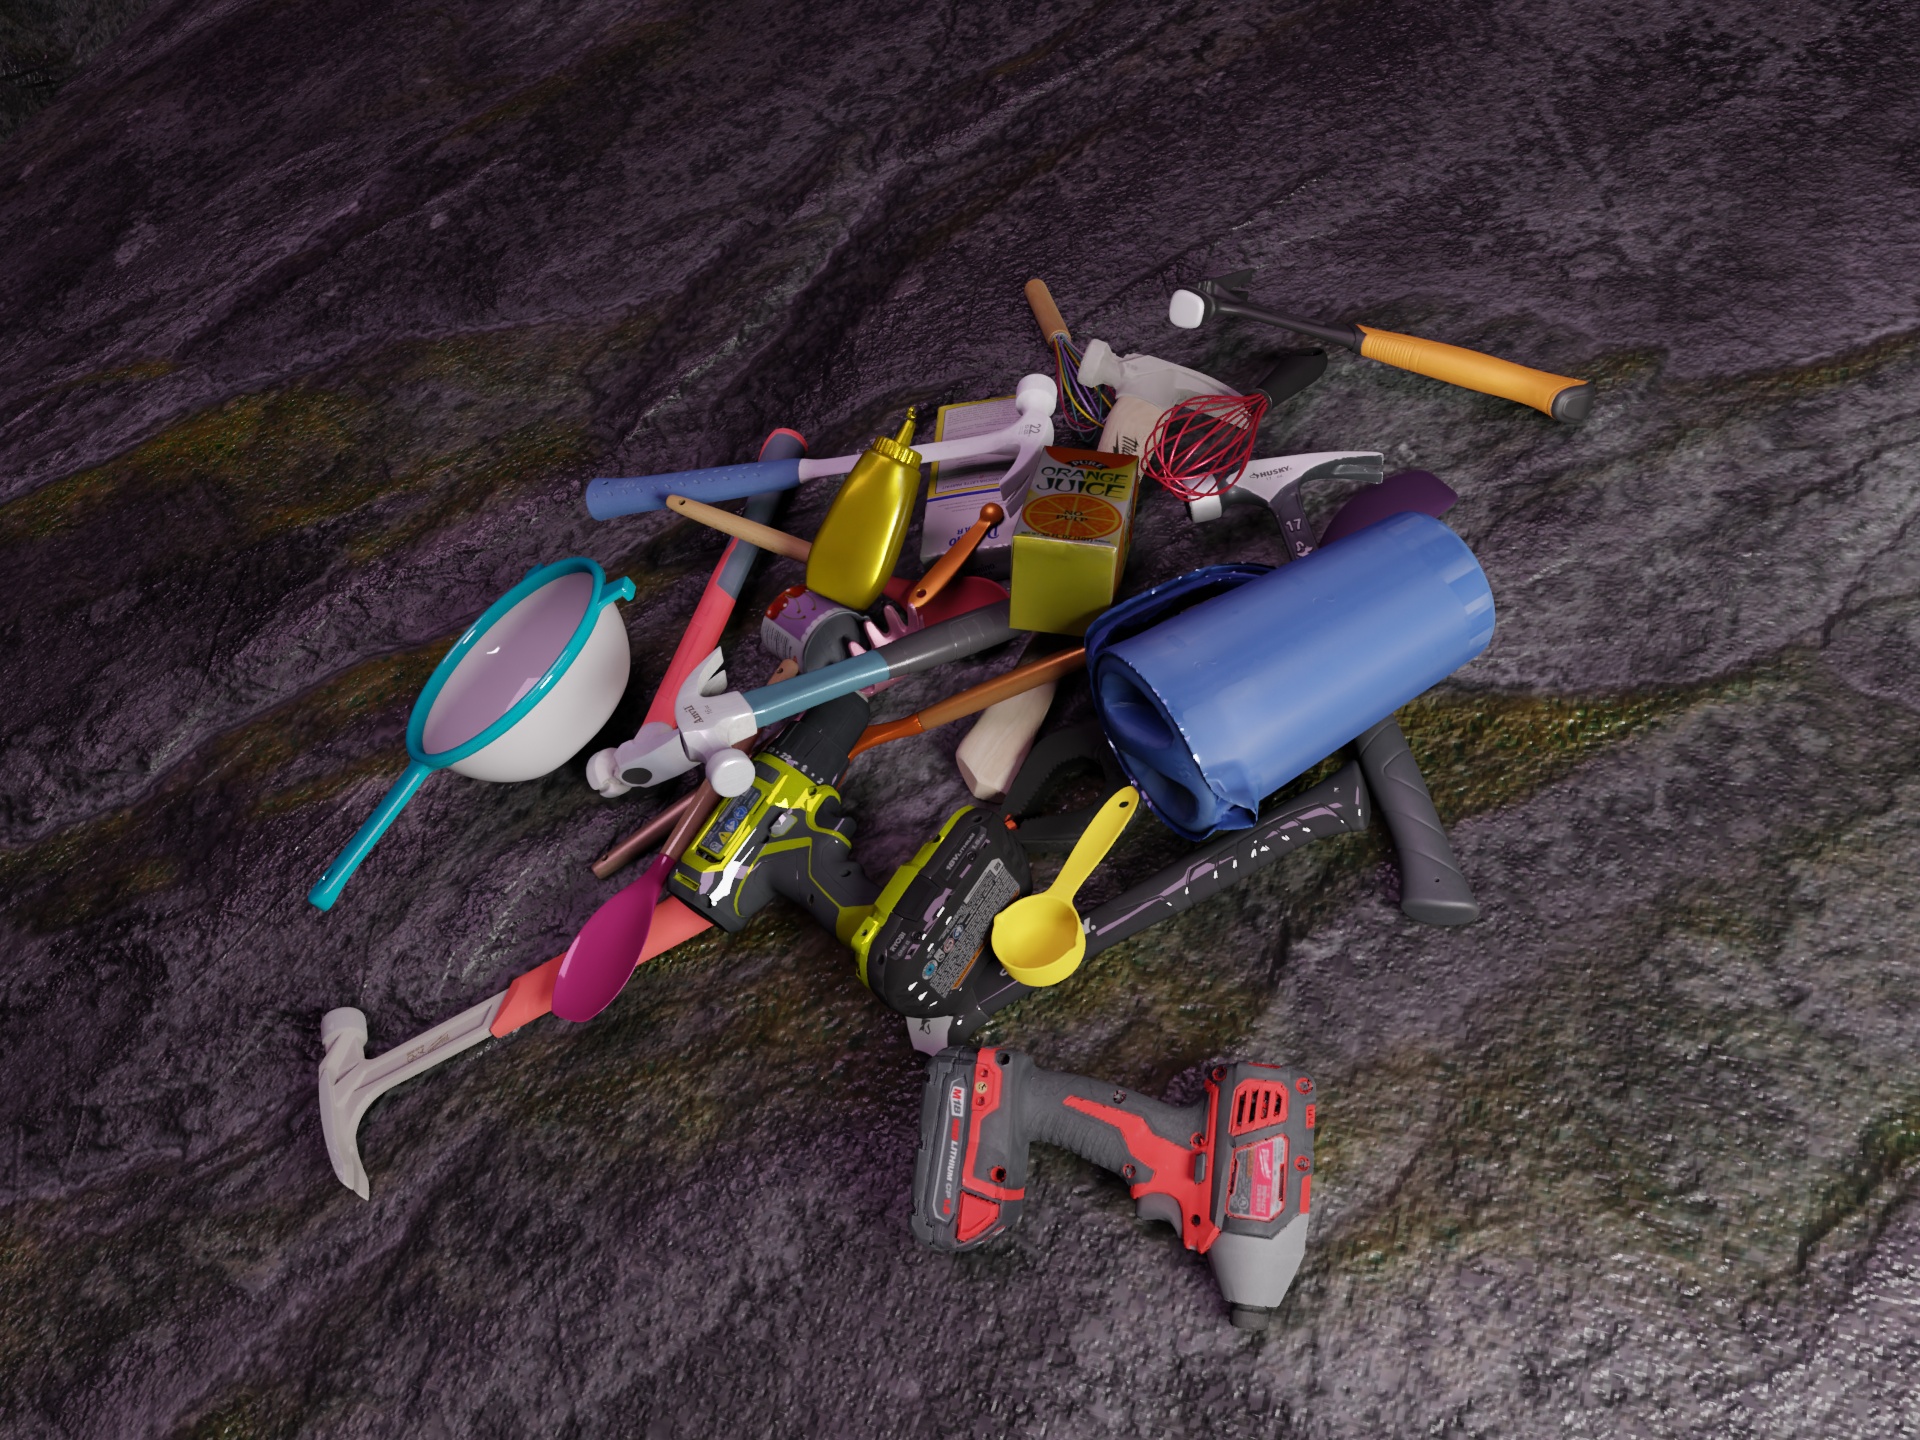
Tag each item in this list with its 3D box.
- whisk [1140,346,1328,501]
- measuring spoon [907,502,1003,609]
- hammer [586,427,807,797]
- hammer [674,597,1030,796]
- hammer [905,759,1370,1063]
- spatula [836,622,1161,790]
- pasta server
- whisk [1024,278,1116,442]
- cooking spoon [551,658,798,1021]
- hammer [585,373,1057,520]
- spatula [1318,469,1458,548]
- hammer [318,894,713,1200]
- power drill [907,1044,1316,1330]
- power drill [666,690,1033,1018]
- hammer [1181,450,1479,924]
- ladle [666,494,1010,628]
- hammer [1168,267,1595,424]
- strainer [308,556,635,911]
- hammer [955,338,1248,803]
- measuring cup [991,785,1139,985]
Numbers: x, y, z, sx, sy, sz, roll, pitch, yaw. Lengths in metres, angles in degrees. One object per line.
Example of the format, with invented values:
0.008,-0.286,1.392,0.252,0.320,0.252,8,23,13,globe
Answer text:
0.220,-0.238,1.223,0.073,0.073,0.296,14,35,29,whisk
-0.005,-0.131,1.249,0.021,0.011,0.117,27,67,30,measuring spoon
-0.188,-0.110,1.315,0.143,0.038,0.387,-20,39,40,hammer
-0.043,-0.043,1.115,0.331,0.033,0.128,-21,39,-21,hammer
0.112,0.117,1.025,0.335,0.035,0.146,-29,48,5,hammer
-0.002,-0.004,1.142,0.322,0.041,0.081,-22,46,17,spatula
-0.153,0.019,1.214,0.316,0.040,0.060,-36,39,-3,pasta server
0.096,-0.323,1.409,0.047,0.051,0.245,-6,44,-11,whisk
-0.199,0.080,1.155,0.069,0.017,0.319,7,56,37,cooking spoon
-0.123,-0.205,1.321,0.405,0.035,0.144,-6,47,15,hammer
0.234,-0.096,1.183,0.316,0.018,0.060,-35,54,-9,spatula
-0.290,0.196,1.136,0.359,0.036,0.149,-27,49,-1,hammer
0.088,0.260,0.905,0.220,0.078,0.143,2,76,15,power drill
-0.068,0.081,1.063,0.229,0.080,0.190,24,71,37,power drill
0.273,-0.038,1.098,0.149,0.036,0.409,-14,53,4,hammer
-0.101,-0.125,1.278,0.315,0.031,0.069,22,68,15,ladle
0.341,-0.301,1.278,0.337,0.034,0.127,25,34,27,hammer
-0.373,0.026,1.264,0.211,0.095,0.340,13,64,53,strainer
0.103,-0.115,1.222,0.146,0.038,0.411,21,65,5,hammer
0.076,0.105,1.018,0.062,0.029,0.156,15,53,34,measuring cup
